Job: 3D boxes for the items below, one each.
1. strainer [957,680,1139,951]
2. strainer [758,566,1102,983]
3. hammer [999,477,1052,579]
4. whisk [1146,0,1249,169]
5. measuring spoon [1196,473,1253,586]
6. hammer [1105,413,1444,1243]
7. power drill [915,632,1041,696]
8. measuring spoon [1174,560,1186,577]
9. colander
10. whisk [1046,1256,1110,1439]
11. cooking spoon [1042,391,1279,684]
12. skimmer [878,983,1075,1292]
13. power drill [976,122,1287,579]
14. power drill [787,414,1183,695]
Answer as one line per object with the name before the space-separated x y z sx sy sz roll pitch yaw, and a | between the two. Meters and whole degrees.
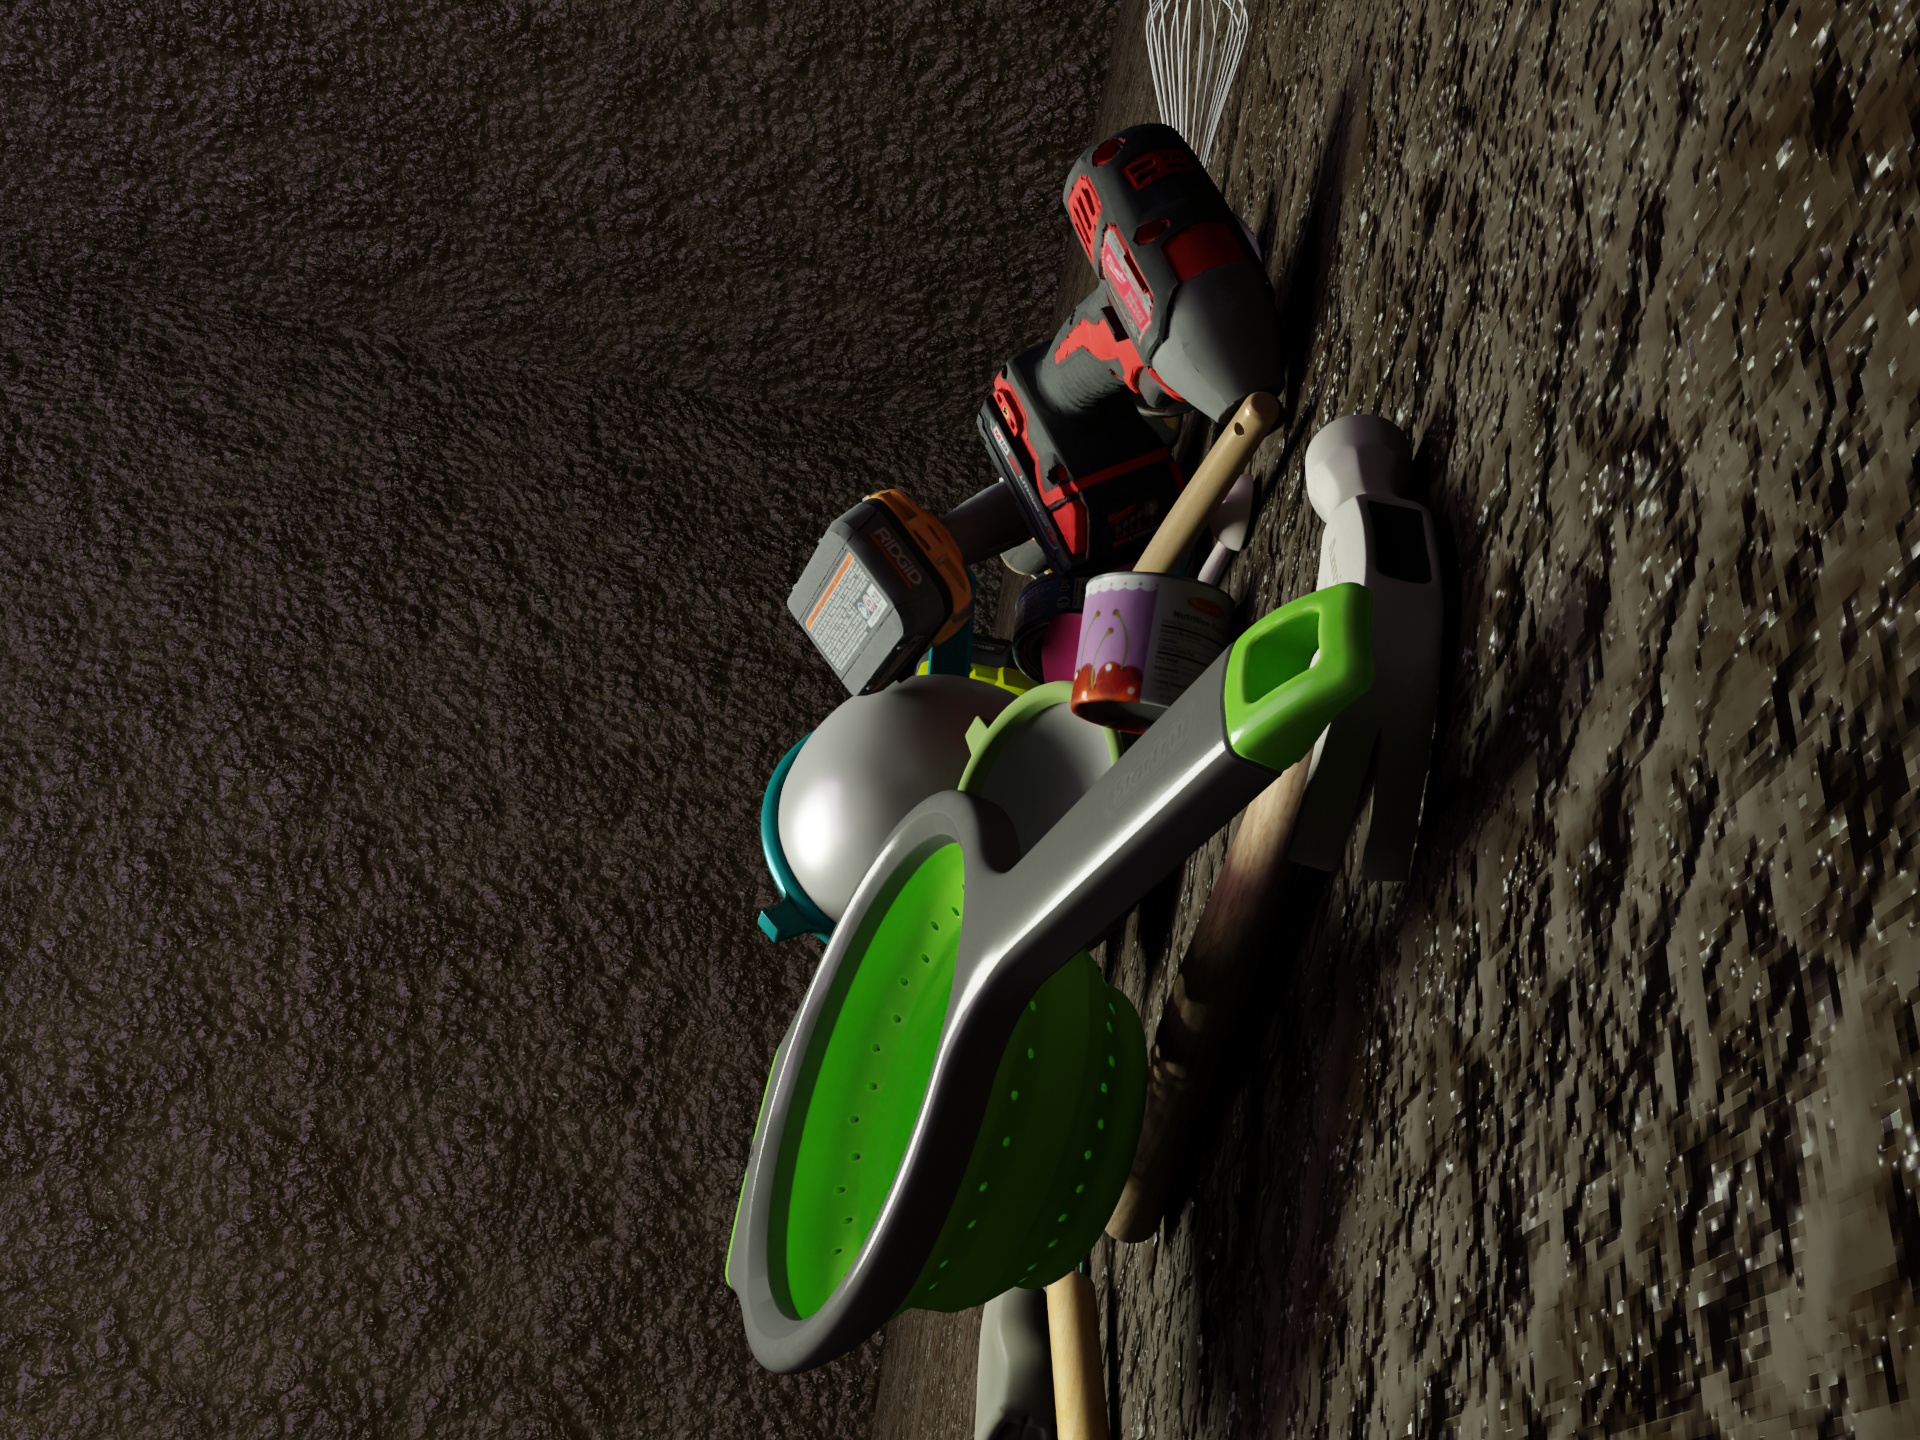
strainer | 0.052 0.111 0.787 0.151 0.069 0.256 -14 65 56
strainer | -0.002 -0.003 0.962 0.095 0.211 0.341 109 169 -46
hammer | 0.109 -0.266 1.236 0.128 0.033 0.331 22 -97 -50
whisk | 0.143 -0.350 0.997 0.070 0.070 0.285 110 165 -81
measuring spoon | 0.116 -0.079 0.752 0.124 0.018 0.034 102 178 -70
hammer | 0.089 0.074 0.521 0.130 0.031 0.331 -81 1 -49
power drill | 0.012 0.042 1.049 0.223 0.171 0.080 -77 -1 -50
measuring spoon | 0.103 -0.043 0.773 0.129 0.021 0.042 -89 -5 -53
colander | 0.036 0.093 0.502 0.397 0.094 0.205 129 158 -49
whisk | 0.053 0.245 0.733 0.245 0.051 0.047 -91 -10 -61
cooking spoon | 0.088 -0.064 0.764 0.069 0.017 0.318 62 160 14
skimmer | 0.020 0.232 0.954 0.363 0.090 0.127 -146 56 -66
power drill | 0.083 -0.158 0.750 0.143 0.078 0.219 63 163 12
power drill | 0.011 -0.103 0.933 0.226 0.084 0.185 -34 -6 -28
